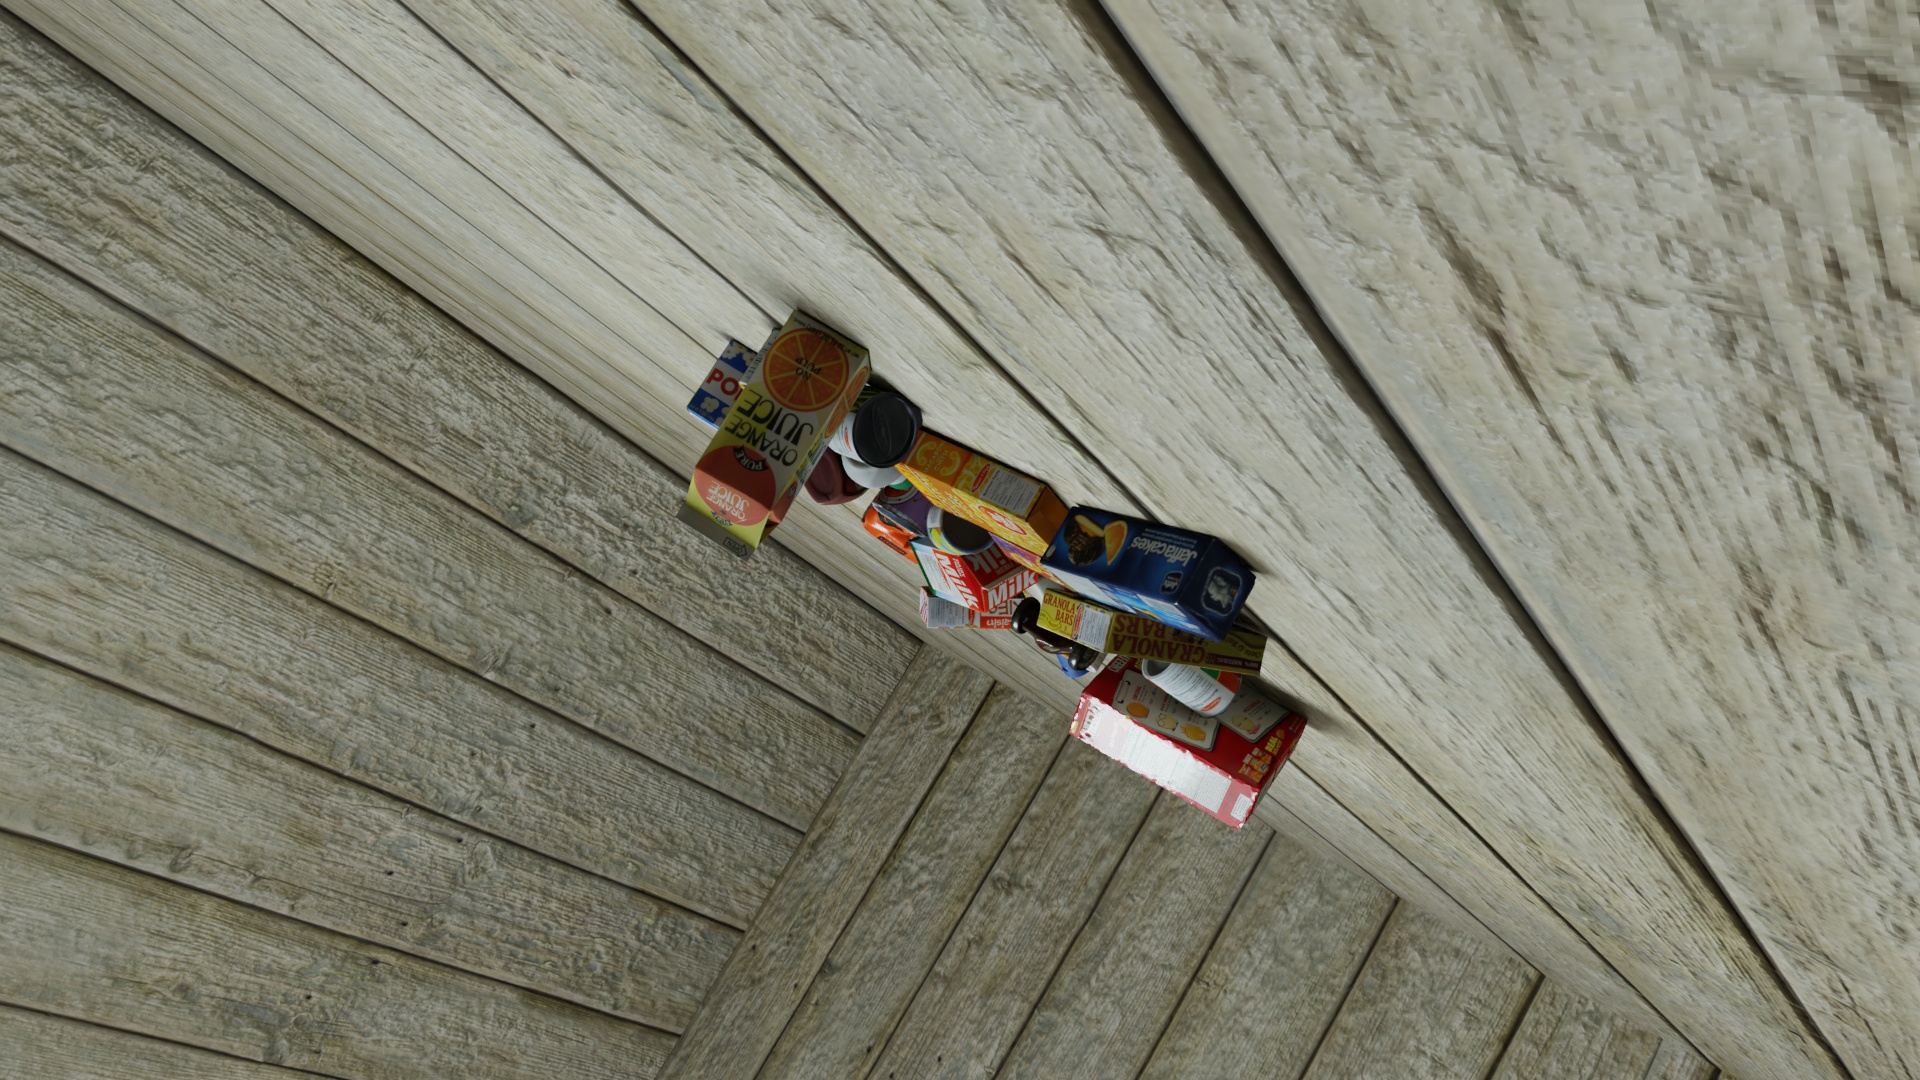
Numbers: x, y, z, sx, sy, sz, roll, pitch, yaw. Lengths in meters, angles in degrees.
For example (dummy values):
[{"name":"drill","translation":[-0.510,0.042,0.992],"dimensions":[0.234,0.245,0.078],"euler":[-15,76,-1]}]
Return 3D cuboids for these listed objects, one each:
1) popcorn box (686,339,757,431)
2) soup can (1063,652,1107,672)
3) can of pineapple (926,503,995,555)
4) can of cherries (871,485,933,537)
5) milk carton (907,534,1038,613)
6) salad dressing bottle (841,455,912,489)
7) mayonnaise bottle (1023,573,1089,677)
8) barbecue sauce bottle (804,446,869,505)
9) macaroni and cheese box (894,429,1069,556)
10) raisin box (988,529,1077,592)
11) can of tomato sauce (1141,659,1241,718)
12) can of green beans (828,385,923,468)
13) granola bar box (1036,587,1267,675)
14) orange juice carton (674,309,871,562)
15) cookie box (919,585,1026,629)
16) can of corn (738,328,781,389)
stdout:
[{"name":"popcorn box","translation":[-0.199,-0.132,1.396],"dimensions":[0.127,0.085,0.038],"euler":[32,171,1]},{"name":"soup can","translation":[0.137,0.089,1.495],"dimensions":[0.071,0.084,0.071],"euler":[31,172,5]},{"name":"can of pineapple","translation":[0.005,-0.018,1.400],"dimensions":[0.071,0.071,0.058],"euler":[33,172,-10]},{"name":"can of cherries","translation":[-0.052,-0.045,1.477],"dimensions":[0.071,0.058,0.071],"euler":[32,173,4]},{"name":"milk carton","translation":[0.020,0.025,1.501],"dimensions":[0.073,0.072,0.190],"euler":[66,162,-15]},{"name":"salad dressing bottle","translation":[-0.075,-0.078,1.364],"dimensions":[0.044,0.064,0.147],"euler":[30,180,13]},{"name":"mayonnaise bottle","translation":[0.108,0.088,1.557],"dimensions":[0.065,0.041,0.147],"euler":[36,155,60]},{"name":"barbecue sauce bottle","translation":[-0.114,-0.070,1.400],"dimensions":[0.149,0.043,0.065],"euler":[-14,-95,-73]},{"name":"macaroni and cheese box","translation":[0.025,-0.041,1.270],"dimensions":[0.167,0.040,0.123],"euler":[26,171,31]},{"name":"raisin box","translation":[0.095,0.014,1.350],"dimensions":[0.123,0.040,0.086],"euler":[27,172,21]},{"name":"can of tomato sauce","translation":[0.243,0.137,1.464],"dimensions":[0.083,0.071,0.071],"euler":[35,171,-19]},{"name":"can of green beans","translation":[-0.079,-0.100,1.202],"dimensions":[0.071,0.071,0.058],"euler":[38,171,-37]},{"name":"granola bar box","translation":[0.171,0.080,1.248],"dimensions":[0.166,0.039,0.124],"euler":[10,-176,-26]},{"name":"orange juice carton","translation":[-0.152,-0.082,1.125],"dimensions":[0.072,0.193,0.073],"euler":[30,173,3]},{"name":"cookie box","translation":[0.039,0.080,1.649],"dimensions":[0.168,0.040,0.123],"euler":[1,-177,-6]},{"name":"can of corn","translation":[-0.153,-0.145,1.236],"dimensions":[0.071,0.058,0.071],"euler":[31,172,5]}]
